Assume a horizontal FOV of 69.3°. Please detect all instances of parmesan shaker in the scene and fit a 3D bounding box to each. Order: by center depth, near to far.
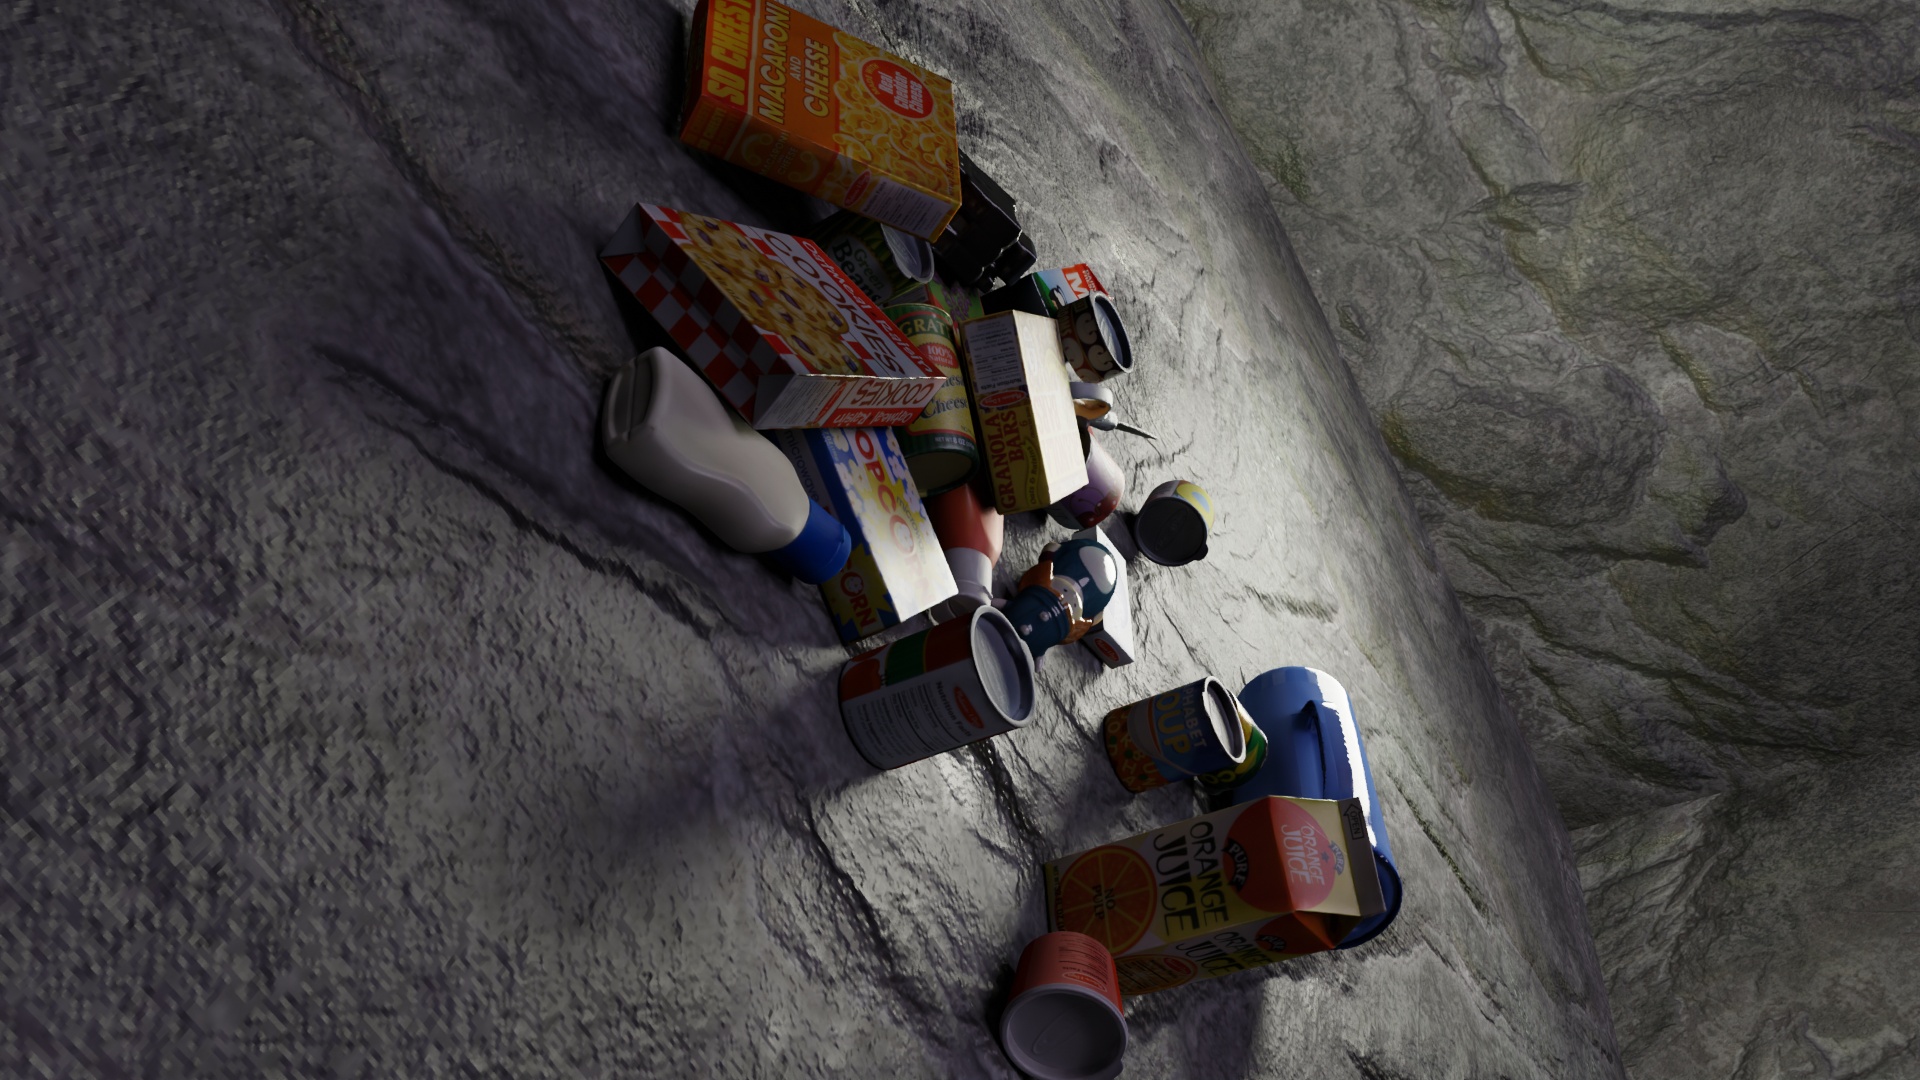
[{"bbox_3d":[-0.026,-0.085,0.860,0.071,0.071,0.103,27,46,-56],"label":"parmesan shaker"}]

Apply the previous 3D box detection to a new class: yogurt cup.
[{"bbox_3d":[0.057,0.251,0.755,0.072,0.072,0.054,59,18,-18],"label":"yogurt cup"}]

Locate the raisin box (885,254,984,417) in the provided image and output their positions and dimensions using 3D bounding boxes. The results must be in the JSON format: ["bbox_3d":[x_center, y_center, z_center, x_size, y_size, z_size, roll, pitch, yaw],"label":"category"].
[{"bbox_3d":[-0.009,-0.134,0.973,0.086,0.040,0.123,17,55,-61],"label":"raisin box"}]

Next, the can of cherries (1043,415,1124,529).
[{"bbox_3d":[0.086,-0.051,1.057,0.058,0.071,0.072,42,34,-44],"label":"can of cherries"}]

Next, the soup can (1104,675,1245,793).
[{"bbox_3d":[0.156,0.142,1.021,0.071,0.083,0.072,46,32,-40],"label":"soup can"}]

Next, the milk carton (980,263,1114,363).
[{"bbox_3d":[0.071,-0.177,1.132,0.073,0.072,0.191,66,24,-4],"label":"milk carton"}]

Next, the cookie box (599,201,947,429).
[{"bbox_3d":[-0.092,-0.114,0.734,0.123,0.040,0.168,47,21,14],"label":"cookie box"}]

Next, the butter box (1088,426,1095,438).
[{"bbox_3d":[0.094,-0.080,1.154,0.053,0.024,0.103,-20,88,-65],"label":"butter box"}]

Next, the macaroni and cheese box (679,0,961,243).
[{"bbox_3d":[-0.083,-0.261,0.844,0.166,0.040,0.124,16,49,-25],"label":"macaroni and cheese box"}]

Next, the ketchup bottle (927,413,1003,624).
[{"bbox_3d":[0.003,-0.011,0.887,0.064,0.043,0.149,55,27,-40],"label":"ketchup bottle"}]

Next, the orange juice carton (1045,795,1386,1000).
[{"bbox_3d":[0.153,0.211,0.826,0.073,0.192,0.072,43,33,-44],"label":"orange juice carton"}]

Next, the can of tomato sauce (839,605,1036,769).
[{"bbox_3d":[-0.011,0.078,0.735,0.071,0.083,0.071,46,32,-40],"label":"can of tomato sauce"}]

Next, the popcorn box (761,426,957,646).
[{"bbox_3d":[-0.055,-0.013,0.778,0.126,0.038,0.085,68,23,0],"label":"popcorn box"}]

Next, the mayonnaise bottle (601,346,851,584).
[{"bbox_3d":[-0.110,-0.028,0.677,0.147,0.041,0.065,44,30,-43],"label":"mayonnaise bottle"}]

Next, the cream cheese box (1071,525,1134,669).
[{"bbox_3d":[0.111,0.044,1.085,0.053,0.024,0.104,46,32,-41],"label":"cream cheese box"}]

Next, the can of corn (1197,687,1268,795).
[{"bbox_3d":[0.208,0.163,1.134,0.058,0.071,0.071,51,29,-32],"label":"can of corn"}]

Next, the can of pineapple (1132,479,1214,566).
[{"bbox_3d":[0.194,-0.015,1.253,0.071,0.071,0.058,63,24,-10],"label":"can of pineapple"}]

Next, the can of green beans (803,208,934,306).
[{"bbox_3d":[-0.059,-0.184,0.890,0.071,0.057,0.071,46,32,-40],"label":"can of green beans"}]

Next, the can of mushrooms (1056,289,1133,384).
[{"bbox_3d":[0.100,-0.153,1.044,0.071,0.033,0.071,43,36,-43],"label":"can of mushrooms"}]

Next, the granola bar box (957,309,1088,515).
[{"bbox_3d":[0.045,-0.088,0.931,0.166,0.039,0.124,-26,105,-75],"label":"granola bar box"}]
